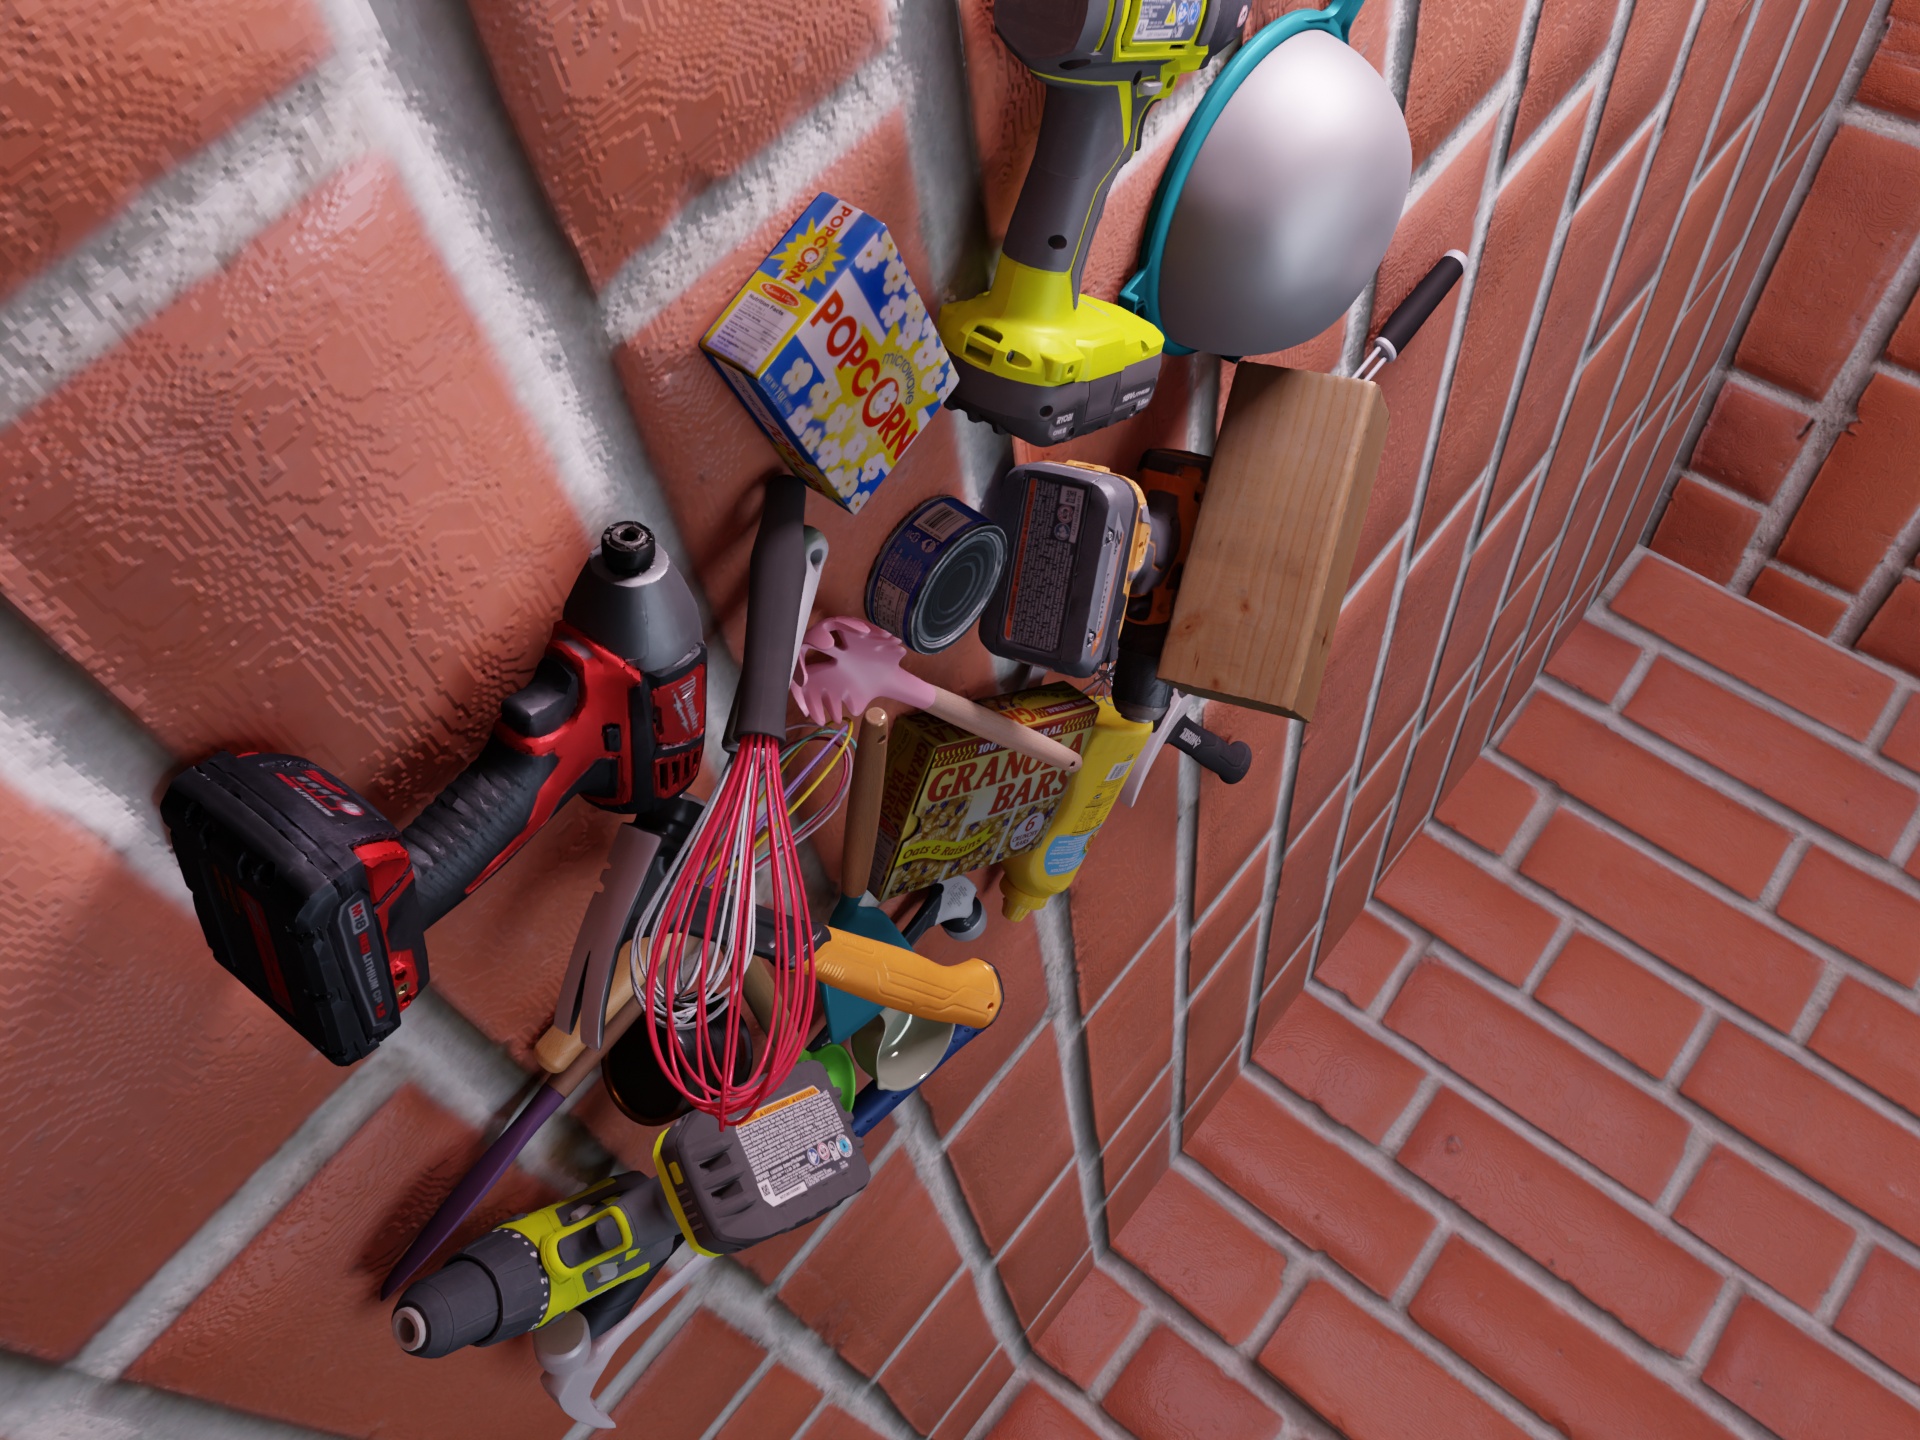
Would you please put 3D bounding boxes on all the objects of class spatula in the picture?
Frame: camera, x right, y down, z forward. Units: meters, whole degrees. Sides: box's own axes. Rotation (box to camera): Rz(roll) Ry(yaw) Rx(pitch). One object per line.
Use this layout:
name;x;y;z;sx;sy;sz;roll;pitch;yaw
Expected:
spatula;-0.052;0.091;0.928;0.082;0.044;0.317;-37;158;-27
spatula;-0.203;0.181;0.865;0.316;0.018;0.060;-51;-168;-18

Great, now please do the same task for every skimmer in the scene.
skimmer;0.325;-0.252;1.248;0.363;0.090;0.127;-50;125;-20

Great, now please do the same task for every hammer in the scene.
hammer;0.218;0.026;1.475;0.146;0.035;0.334;-58;157;3
hammer;-0.127;0.261;1.111;0.409;0.036;0.149;-50;155;-14
hammer;-0.076;0.137;0.875;0.336;0.034;0.127;29;79;-52
hammer;-0.124;0.328;1.115;0.405;0.035;0.144;-37;148;-35

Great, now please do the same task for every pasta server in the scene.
pasta server;-0.001;-0.003;0.928;0.060;0.040;0.316;-53;147;9

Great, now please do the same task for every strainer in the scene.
strainer;0.230;-0.352;0.924;0.211;0.095;0.340;-7;128;-61

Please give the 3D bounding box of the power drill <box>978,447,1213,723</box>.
power drill;0.097;-0.078;1.005;0.226;0.084;0.185;-16;119;-60

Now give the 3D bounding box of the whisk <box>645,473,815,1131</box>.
whisk;-0.090;0.027;0.693;0.073;0.073;0.296;52;39;-66

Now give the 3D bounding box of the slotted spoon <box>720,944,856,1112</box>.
slotted spoon;-0.108;0.190;0.975;0.313;0.031;0.070;78;33;-58

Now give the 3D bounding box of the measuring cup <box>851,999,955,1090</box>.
measuring cup;-0.059;0.188;1.077;0.083;0.038;0.167;-49;137;-18

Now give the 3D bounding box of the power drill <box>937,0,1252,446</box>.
power drill;0.067;-0.256;0.760;0.171;0.080;0.223;-28;142;-47

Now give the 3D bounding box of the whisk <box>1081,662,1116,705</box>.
whisk;0.170;-0.071;1.231;0.284;0.070;0.070;-30;146;-55

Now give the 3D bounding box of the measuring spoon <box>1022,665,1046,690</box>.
measuring spoon;0.047;-0.035;1.094;0.034;0.018;0.124;4;111;-54

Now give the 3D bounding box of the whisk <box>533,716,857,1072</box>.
whisk;-0.140;0.091;0.859;0.245;0.047;0.051;-48;144;-7

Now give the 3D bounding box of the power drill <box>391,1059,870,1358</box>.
power drill;-0.182;0.277;0.877;0.228;0.080;0.190;-31;168;25

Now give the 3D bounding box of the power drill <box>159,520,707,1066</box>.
power drill;-0.186;0.017;0.627;0.220;0.079;0.143;-41;154;-38

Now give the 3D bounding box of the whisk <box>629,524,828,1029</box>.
whisk;-0.101;0.022;0.742;0.057;0.059;0.246;43;58;-63
